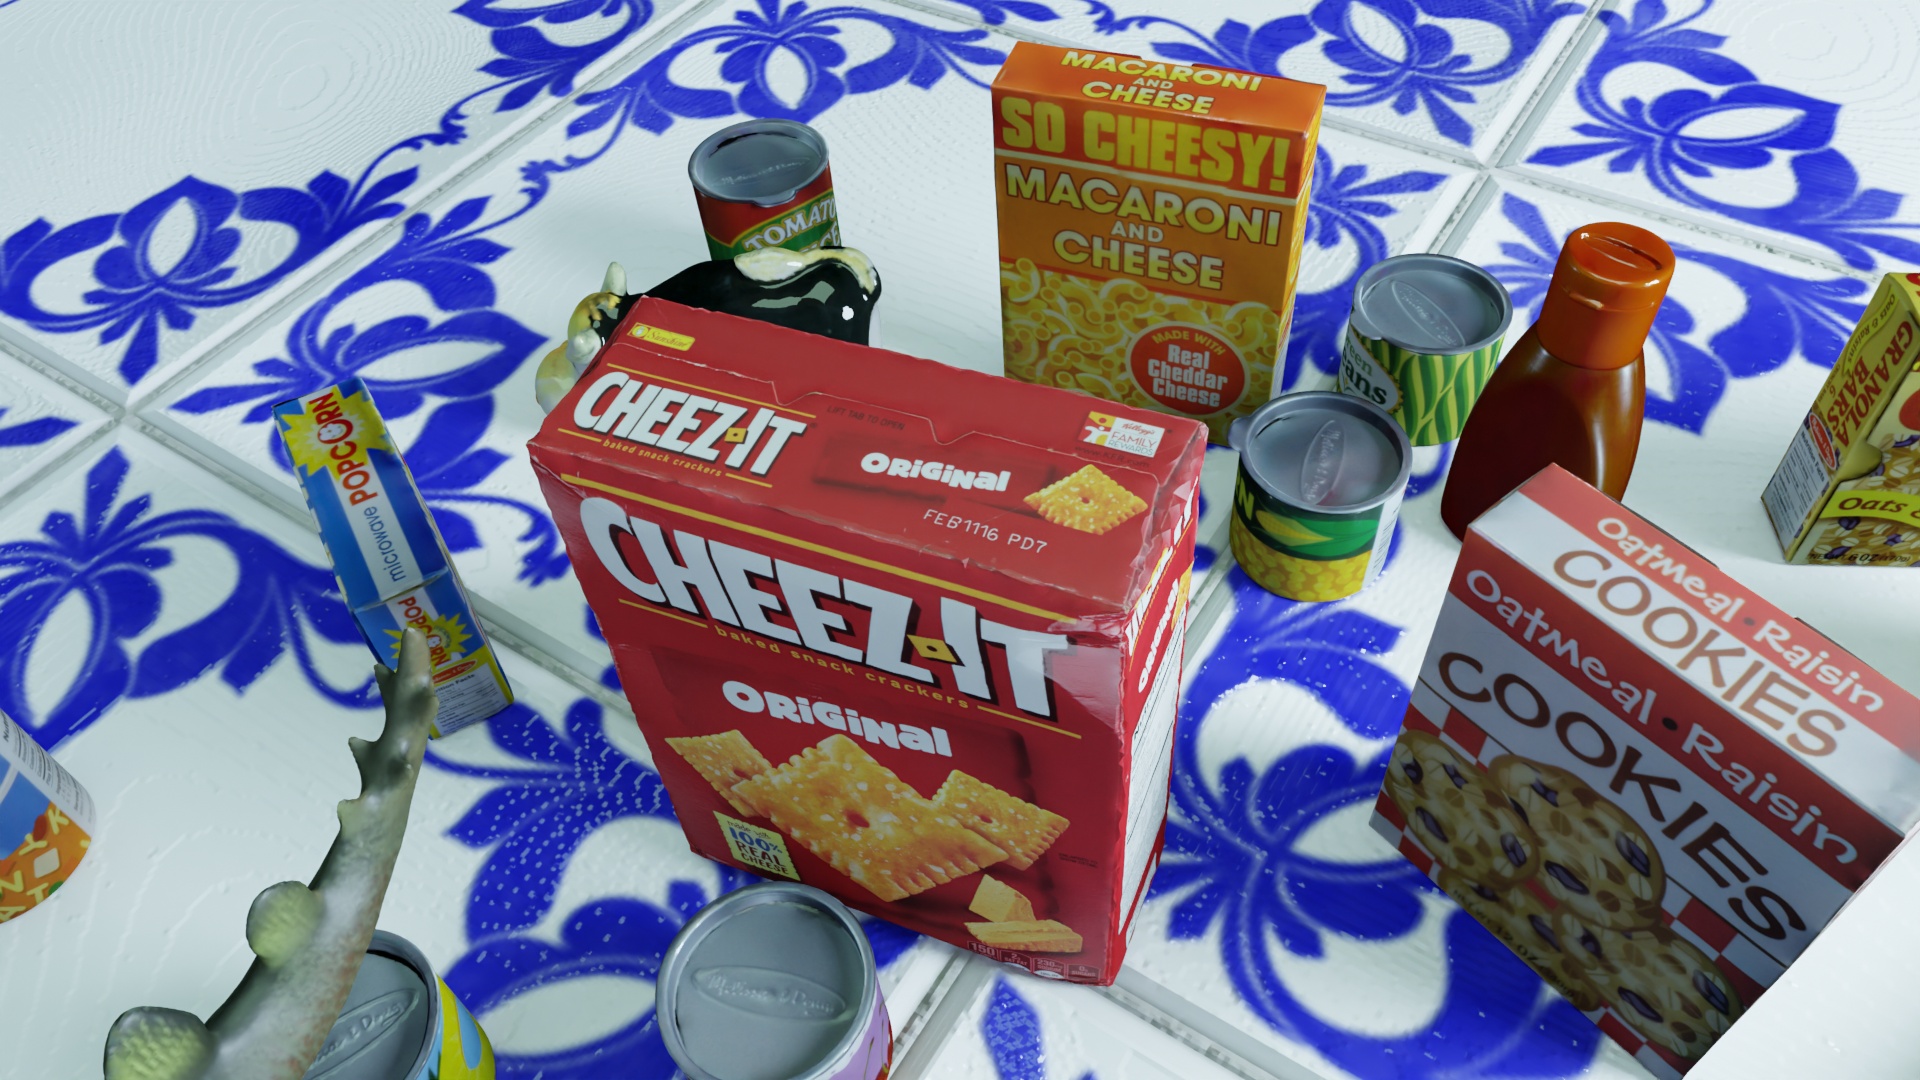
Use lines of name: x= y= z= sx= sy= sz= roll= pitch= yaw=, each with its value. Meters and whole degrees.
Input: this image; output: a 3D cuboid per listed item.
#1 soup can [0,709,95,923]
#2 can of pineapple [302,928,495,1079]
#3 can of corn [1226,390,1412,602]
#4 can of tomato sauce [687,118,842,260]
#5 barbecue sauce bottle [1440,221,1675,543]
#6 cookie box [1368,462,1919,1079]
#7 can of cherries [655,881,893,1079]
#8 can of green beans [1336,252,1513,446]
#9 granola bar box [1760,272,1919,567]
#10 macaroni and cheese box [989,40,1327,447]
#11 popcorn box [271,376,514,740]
soup can: x=-0.363 y=0.092 z=0.490 sx=0.071 sy=0.083 sz=0.072 roll=-2 pitch=49 yaw=3
can of pineapple: x=-0.185 y=0.165 z=0.431 sx=0.071 sy=0.057 sz=0.071 roll=-2 pitch=49 yaw=3
can of corn: x=0.141 y=-0.018 z=0.562 sx=0.071 sy=0.058 sz=0.071 roll=-2 pitch=49 yaw=3
can of tomato sauce: x=-0.091 y=-0.151 z=0.677 sx=0.071 sy=0.082 sz=0.071 roll=-2 pitch=49 yaw=3
barbecue sauce bottle: x=0.227 y=-0.049 z=0.524 sx=0.044 sy=0.147 sz=0.065 roll=-39 pitch=57 yaw=-25
cookie box: x=0.193 y=0.073 z=0.409 sx=0.040 sy=0.166 sz=0.123 roll=-33 pitch=55 yaw=-21
can of cherries: x=-0.057 y=0.152 z=0.432 sx=0.071 sy=0.058 sz=0.072 roll=-2 pitch=49 yaw=3
can of green beans: x=0.203 y=-0.084 z=0.614 sx=0.071 sy=0.057 sz=0.071 roll=-2 pitch=49 yaw=3
granola bar box: x=0.412 y=-0.040 z=0.517 sx=0.165 sy=0.123 sz=0.039 roll=1 pitch=50 yaw=6
macaroni and cheese box: x=0.078 y=-0.119 z=0.583 sx=0.124 sy=0.165 sz=0.040 roll=14 pitch=52 yaw=16
popcorn box: x=-0.225 y=0.006 z=0.552 sx=0.038 sy=0.084 sz=0.127 roll=-26 pitch=53 yaw=-17
